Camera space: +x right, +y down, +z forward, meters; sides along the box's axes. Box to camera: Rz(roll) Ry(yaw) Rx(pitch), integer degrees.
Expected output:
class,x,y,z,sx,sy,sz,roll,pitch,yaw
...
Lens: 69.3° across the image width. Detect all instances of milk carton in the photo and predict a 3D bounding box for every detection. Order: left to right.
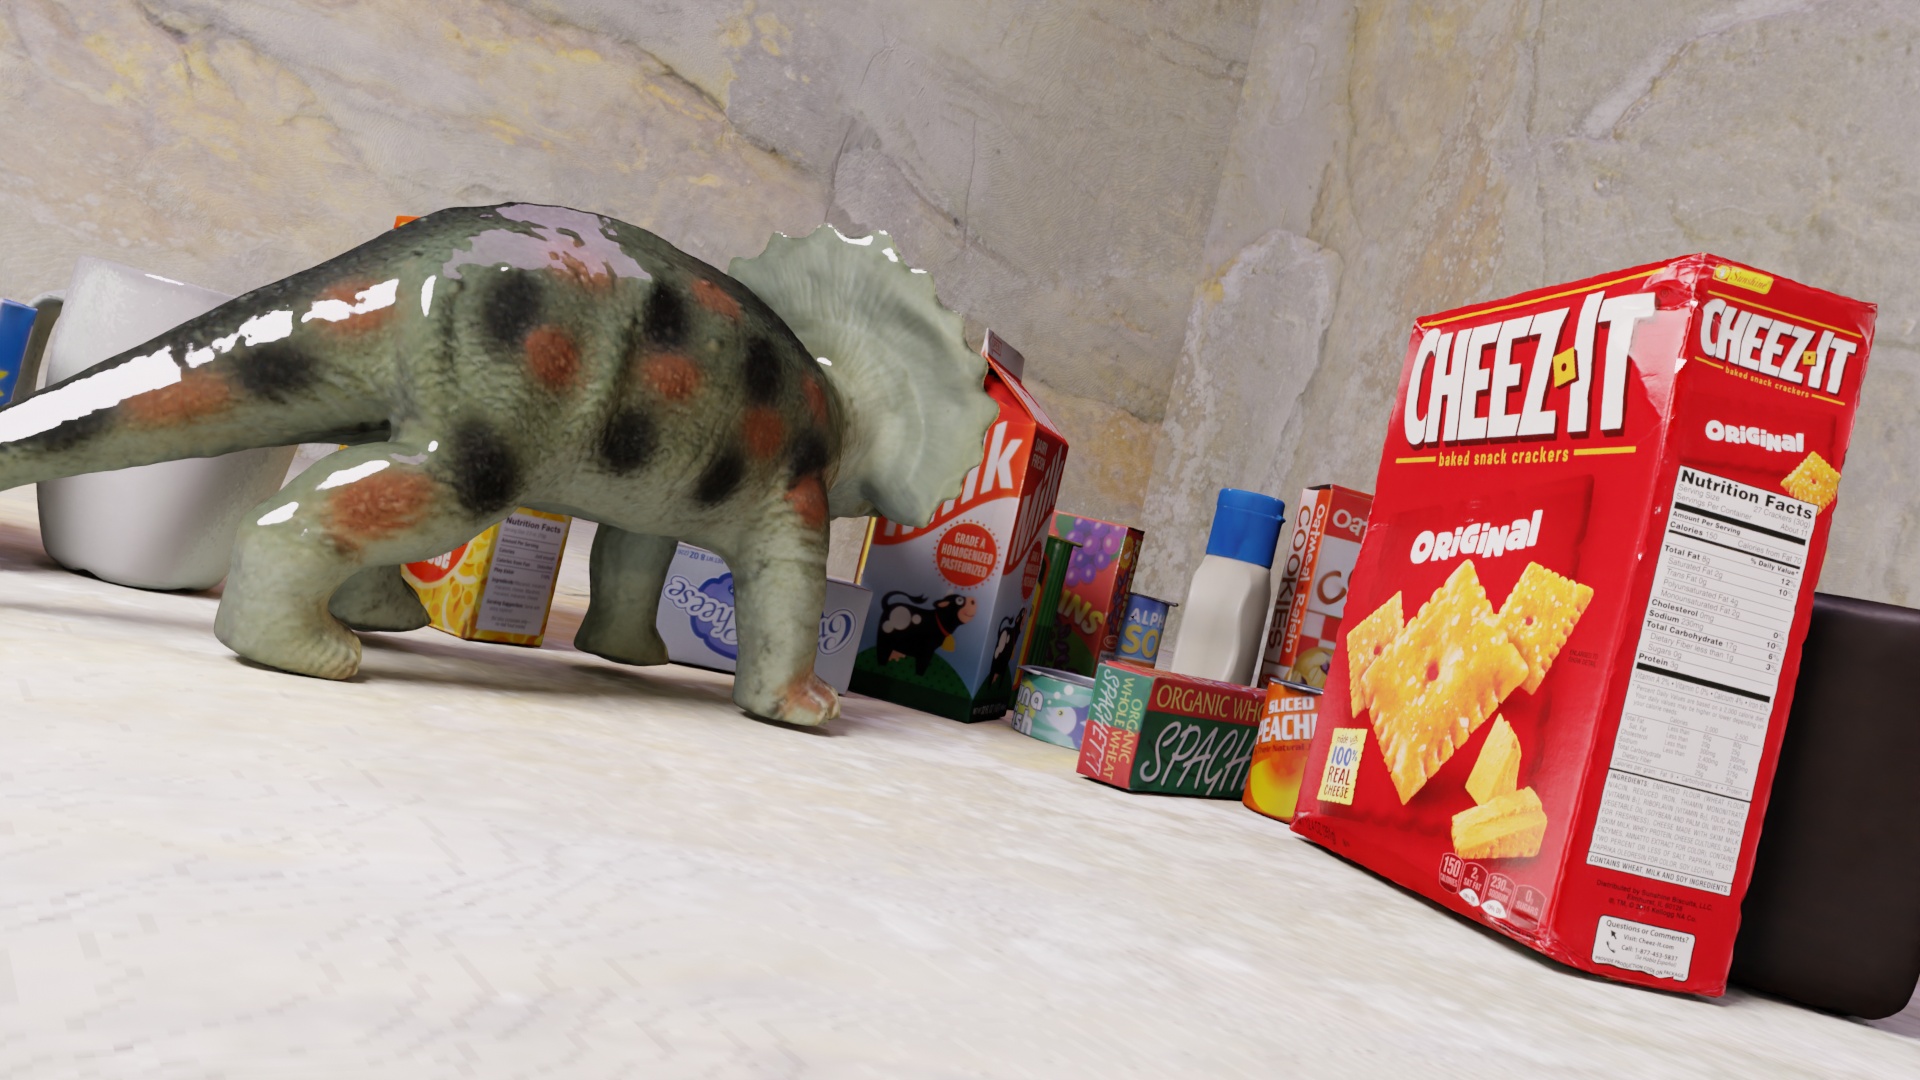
class,x,y,z,sx,sy,sz,roll,pitch,yaw
milk carton,0.003,-0.009,0.712,0.073,0.190,0.072,13,-2,18

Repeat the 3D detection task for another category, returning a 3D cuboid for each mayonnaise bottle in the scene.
class,x,y,z,sx,sy,sz,roll,pitch,yaw
mayonnaise bottle,0.141,0.047,0.752,0.041,0.148,0.065,13,-2,28

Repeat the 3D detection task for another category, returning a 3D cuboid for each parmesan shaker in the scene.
class,x,y,z,sx,sy,sz,roll,pitch,yaw
parmesan shaker,0.026,0.044,0.816,0.071,0.103,0.071,14,-2,0

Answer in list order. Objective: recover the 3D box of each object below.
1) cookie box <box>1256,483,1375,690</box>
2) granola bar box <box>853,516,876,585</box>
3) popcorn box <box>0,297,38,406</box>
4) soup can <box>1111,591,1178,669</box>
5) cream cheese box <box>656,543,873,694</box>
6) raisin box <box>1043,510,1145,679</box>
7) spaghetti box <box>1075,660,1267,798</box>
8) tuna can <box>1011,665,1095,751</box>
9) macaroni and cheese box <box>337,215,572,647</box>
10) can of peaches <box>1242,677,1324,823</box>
class,x,y,z,sx,sy,sz,roll,pitch,yaw
cookie box,0.243,0.063,0.807,0.123,0.167,0.040,14,-2,-14
granola bar box,-0.019,0.023,0.854,0.039,0.124,0.165,13,-1,16
popcorn box,-0.351,-0.045,0.457,0.127,0.085,0.038,12,-2,43
soup can,0.102,0.074,0.933,0.071,0.083,0.071,14,-1,0
cream cheese box,-0.097,0.036,0.647,0.104,0.053,0.024,14,-2,-24
raisin box,0.062,0.043,0.898,0.086,0.123,0.040,13,-2,25
spaghetti box,0.141,0.096,0.653,0.028,0.050,0.250,12,-2,42
tuna can,0.058,0.085,0.696,0.071,0.033,0.071,14,-1,0
macaroni and cheese box,-0.210,-0.050,0.590,0.124,0.166,0.040,12,-2,36
can of peaches,0.159,0.095,0.603,0.071,0.058,0.071,14,-1,0
